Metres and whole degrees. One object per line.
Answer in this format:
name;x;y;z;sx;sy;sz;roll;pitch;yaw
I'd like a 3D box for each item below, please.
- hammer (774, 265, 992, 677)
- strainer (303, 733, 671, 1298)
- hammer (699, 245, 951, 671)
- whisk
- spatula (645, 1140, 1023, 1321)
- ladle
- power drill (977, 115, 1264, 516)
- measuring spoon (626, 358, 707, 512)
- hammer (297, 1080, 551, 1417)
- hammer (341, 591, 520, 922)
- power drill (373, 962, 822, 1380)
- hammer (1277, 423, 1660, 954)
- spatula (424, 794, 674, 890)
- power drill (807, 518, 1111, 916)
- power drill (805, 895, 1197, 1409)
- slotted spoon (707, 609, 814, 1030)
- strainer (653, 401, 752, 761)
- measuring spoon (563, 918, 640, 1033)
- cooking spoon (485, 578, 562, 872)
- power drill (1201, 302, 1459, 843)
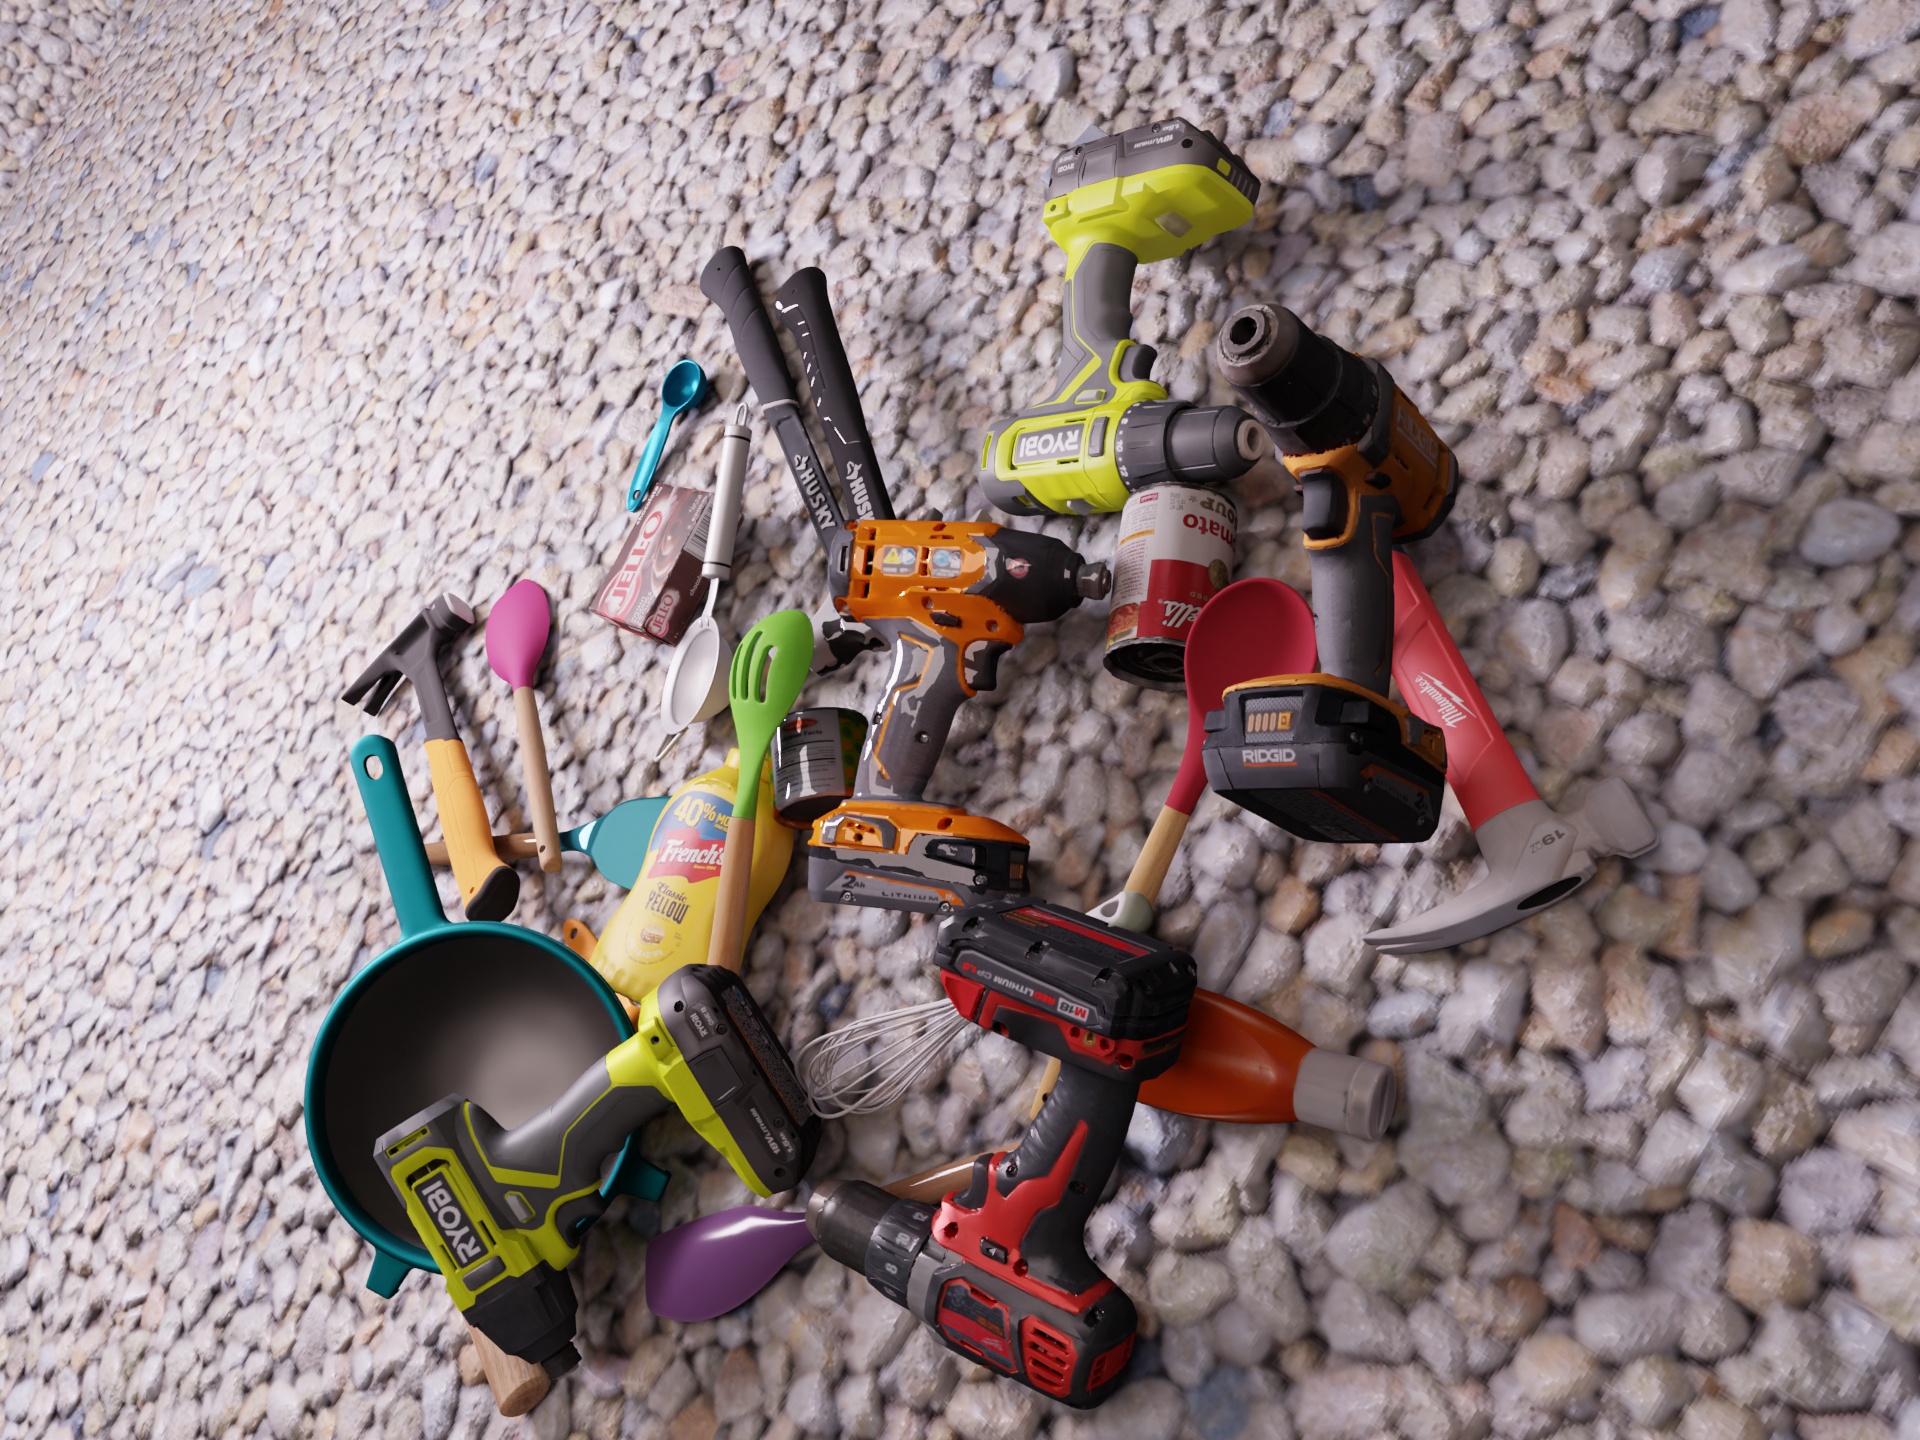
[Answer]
hammer;-0.071;-0.192;1.072;0.146;0.035;0.335;-30;53;17
strainer;-0.313;0.173;1.010;0.211;0.095;0.340;-20;81;2
hammer;-0.123;-0.220;1.163;0.149;0.036;0.409;-34;53;15
whisk;0.004;0.155;0.867;0.246;0.059;0.058;-34;24;26
spatula;-0.057;0.277;0.889;0.316;0.018;0.060;-26;53;23
ladle;0.106;0.072;0.850;0.069;0.031;0.315;25;92;16
power drill;0.110;-0.236;0.962;0.191;0.080;0.228;1;77;45
measuring spoon;-0.230;-0.221;1.252;0.042;0.021;0.128;24;91;38
hammer;-0.347;0.313;1.059;0.130;0.031;0.332;-49;51;5
hammer;-0.390;0.037;1.195;0.127;0.034;0.337;-43;44;8
power drill;-0.198;0.256;0.908;0.223;0.080;0.171;-32;87;3
hammer;0.215;-0.064;0.858;0.143;0.038;0.387;-31;54;20
spatula;-0.302;0.095;1.141;0.317;0.044;0.082;-7;65;37
power drill;-0.001;-0.003;0.909;0.164;0.084;0.226;3;84;20
power drill;0.015;0.206;0.798;0.188;0.080;0.226;17;100;32
slotted spoon;-0.134;0.085;0.962;0.070;0.031;0.314;4;85;45
strainer;-0.168;-0.095;1.102;0.087;0.050;0.258;1;81;58
measuring spoon;-0.244;0.170;1.070;0.021;0.011;0.117;-50;50;4
cooking spoon;-0.321;-0.004;1.180;0.068;0.017;0.319;-38;44;13
power drill;0.171;-0.070;0.750;0.084;0.185;0.226;-4;70;39
